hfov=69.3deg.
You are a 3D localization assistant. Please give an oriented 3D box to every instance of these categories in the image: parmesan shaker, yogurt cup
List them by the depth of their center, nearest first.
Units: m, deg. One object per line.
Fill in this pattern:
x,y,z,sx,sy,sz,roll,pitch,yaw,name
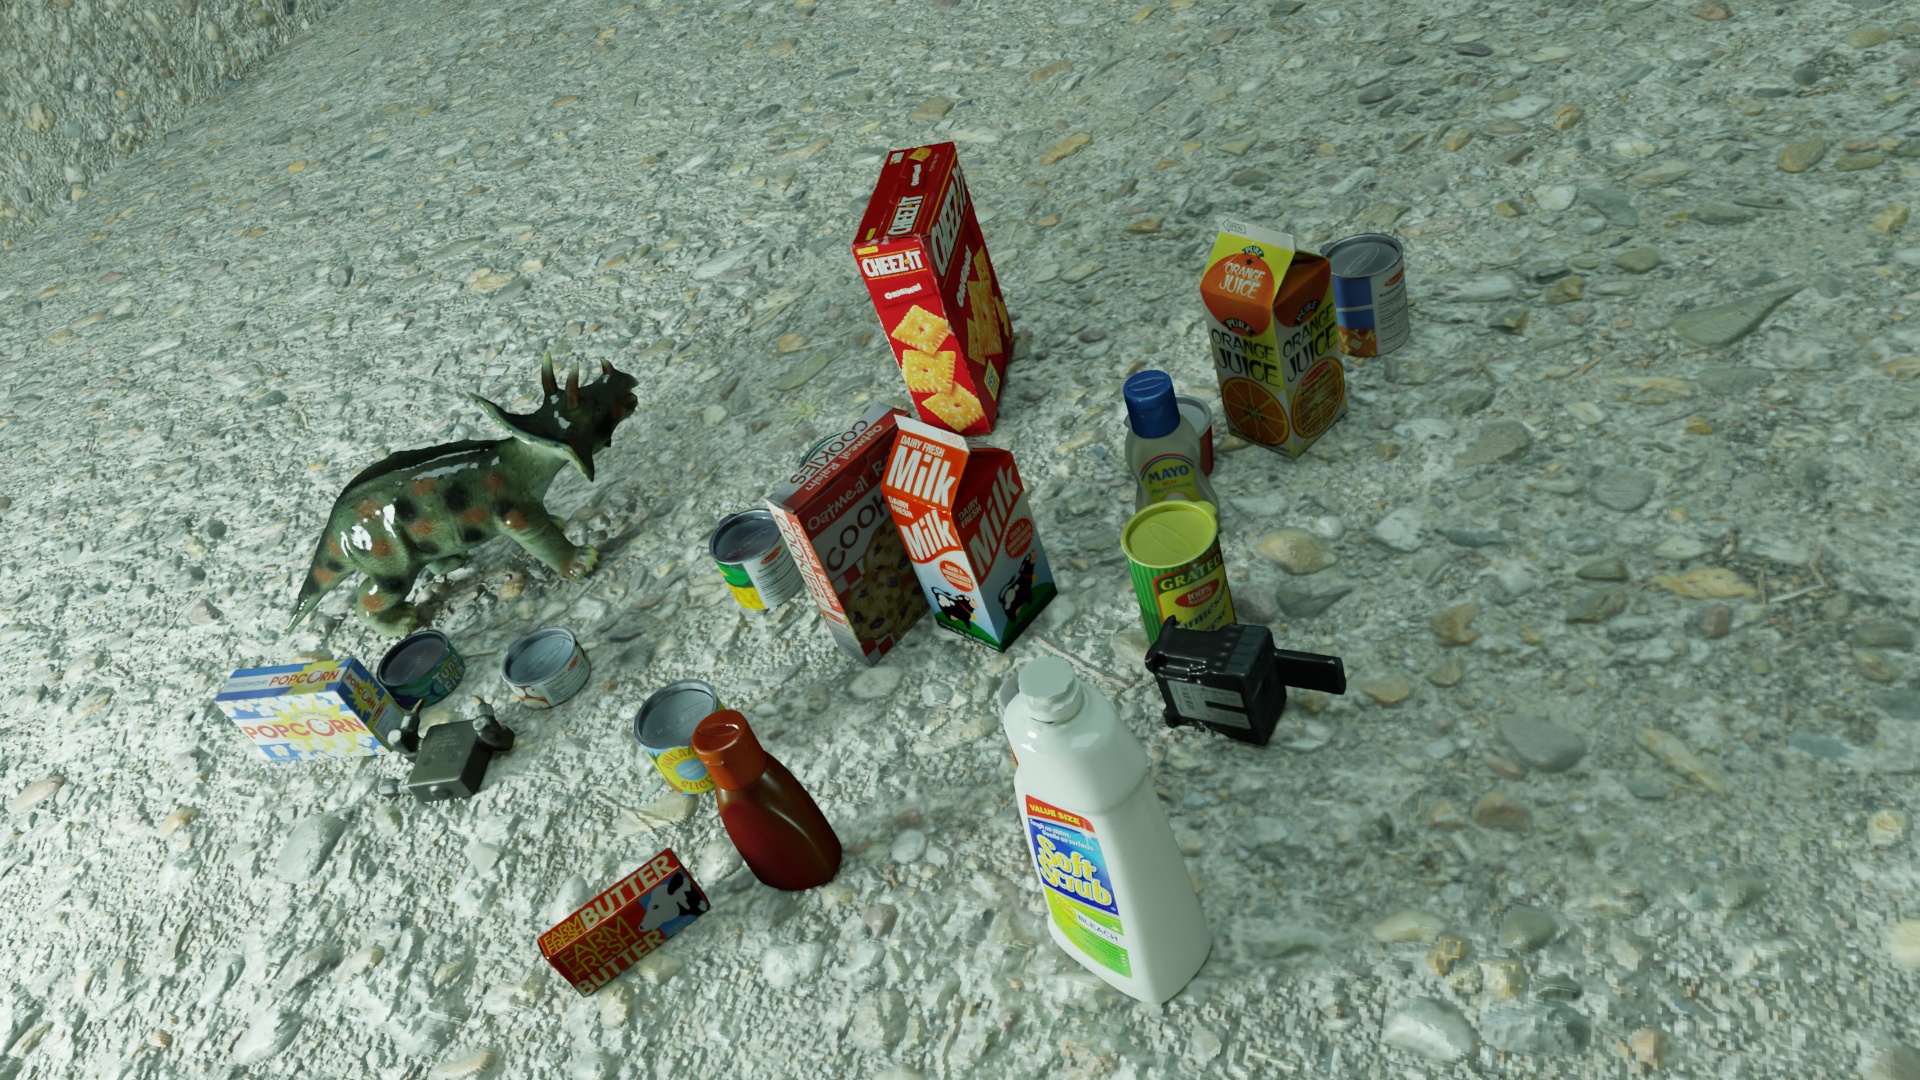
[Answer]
0.158,0.030,0.978,0.071,0.102,0.072,-12,41,11,parmesan shaker
0.175,-0.078,1.130,0.072,0.053,0.073,-12,41,11,yogurt cup

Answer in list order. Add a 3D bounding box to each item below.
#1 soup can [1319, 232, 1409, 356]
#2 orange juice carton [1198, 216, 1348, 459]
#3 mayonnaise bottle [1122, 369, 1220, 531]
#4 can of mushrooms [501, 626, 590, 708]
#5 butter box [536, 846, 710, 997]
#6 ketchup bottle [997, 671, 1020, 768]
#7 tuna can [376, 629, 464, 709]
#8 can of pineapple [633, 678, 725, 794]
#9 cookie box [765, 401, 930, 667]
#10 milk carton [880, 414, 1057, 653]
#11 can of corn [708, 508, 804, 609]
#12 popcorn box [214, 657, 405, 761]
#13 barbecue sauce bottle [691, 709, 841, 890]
0.343,-0.209,1.181,0.071,0.083,0.072,-12,41,11,soup can
0.245,-0.166,1.090,0.073,0.191,0.072,-40,43,-22,orange juice carton
0.154,-0.060,1.045,0.065,0.147,0.041,-13,40,9,mayonnaise bottle
-0.348,0.106,1.163,0.071,0.033,0.071,-12,41,11,can of mushrooms
-0.224,0.255,0.927,0.104,0.053,0.024,-34,41,-15,butter box
0.058,0.141,0.860,0.043,0.148,0.065,-24,40,-3,ketchup bottle
-0.466,0.112,1.207,0.071,0.032,0.071,-12,41,11,tuna can
-0.201,0.148,1.034,0.071,0.057,0.071,-12,41,11,can of pineapple
-0.065,-0.004,1.061,0.040,0.166,0.123,22,56,40,cookie box
0.004,-0.013,1.024,0.072,0.189,0.074,20,55,39,milk carton
-0.172,0.015,1.170,0.071,0.058,0.071,-12,41,11,can of corn
-0.543,0.143,1.164,0.126,0.084,0.038,-6,42,17,popcorn box
-0.130,0.171,0.908,0.065,0.147,0.044,-5,42,19,barbecue sauce bottle
